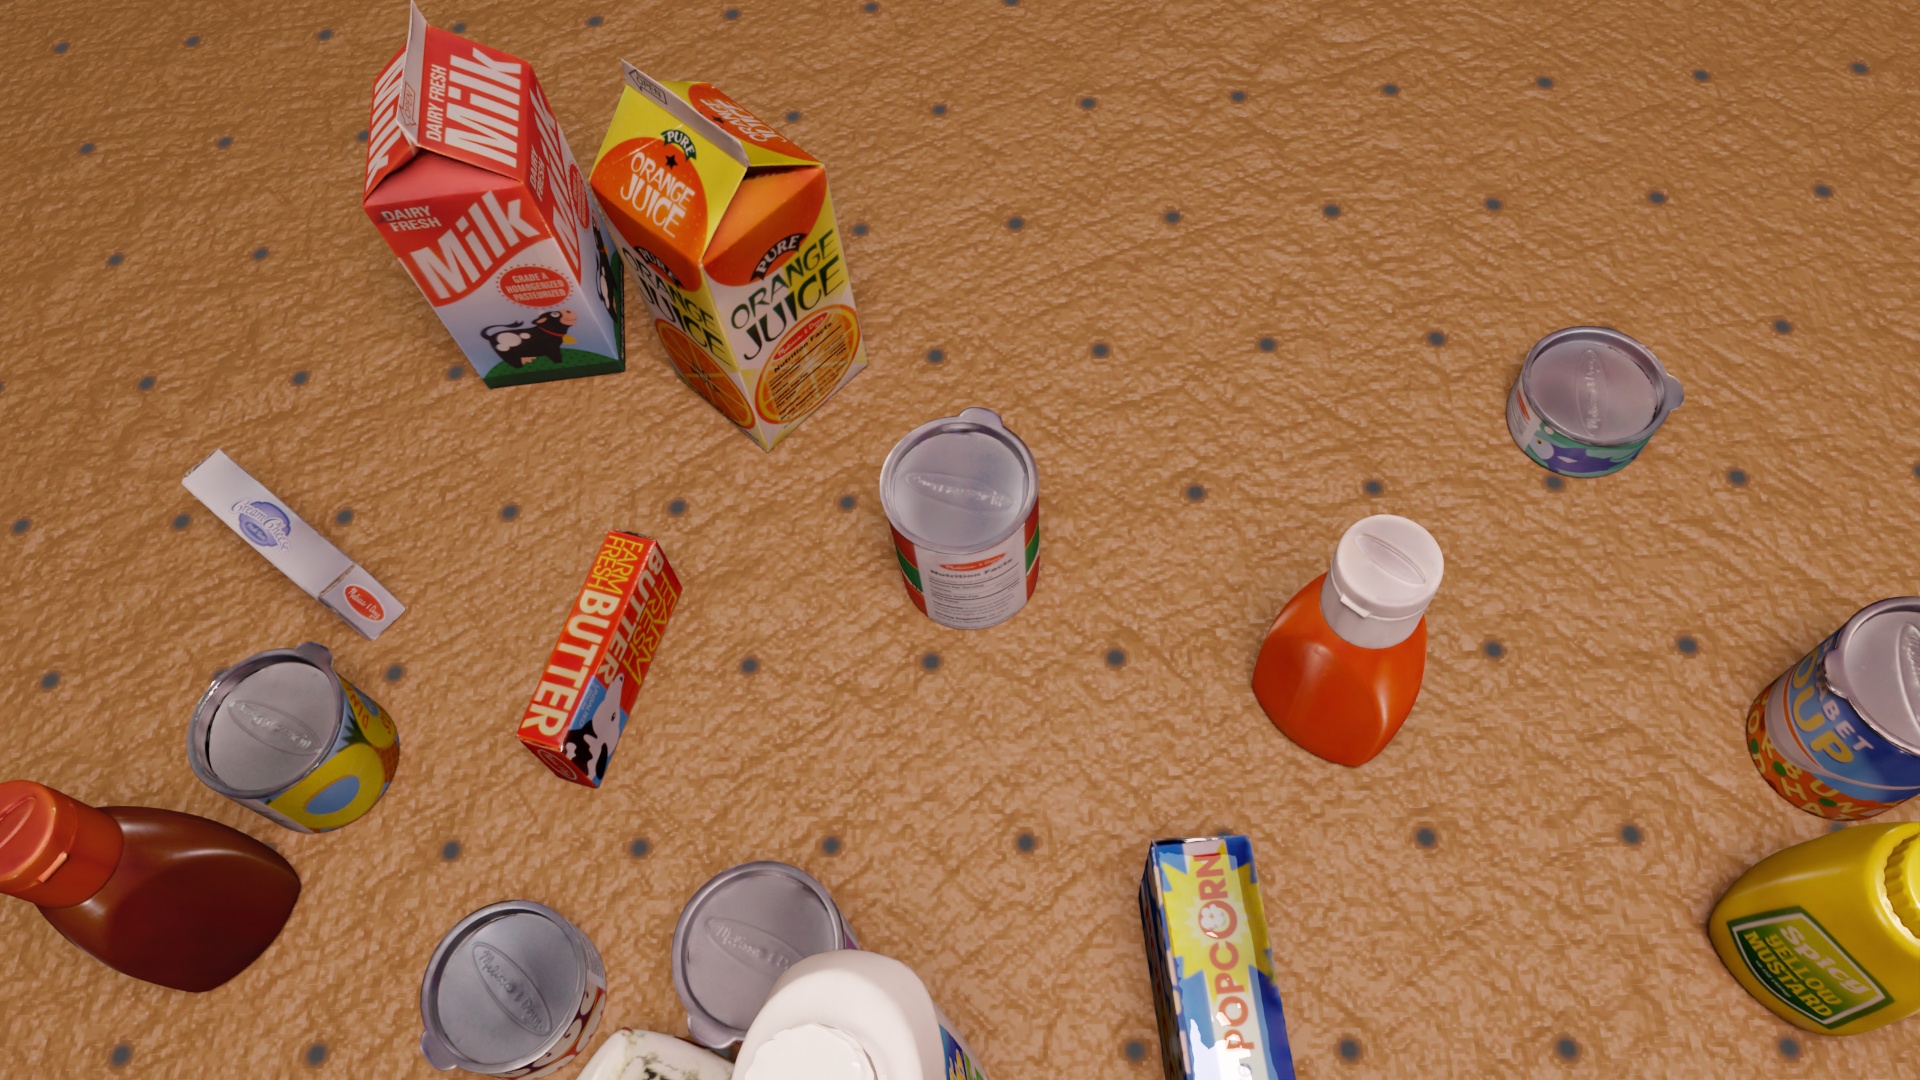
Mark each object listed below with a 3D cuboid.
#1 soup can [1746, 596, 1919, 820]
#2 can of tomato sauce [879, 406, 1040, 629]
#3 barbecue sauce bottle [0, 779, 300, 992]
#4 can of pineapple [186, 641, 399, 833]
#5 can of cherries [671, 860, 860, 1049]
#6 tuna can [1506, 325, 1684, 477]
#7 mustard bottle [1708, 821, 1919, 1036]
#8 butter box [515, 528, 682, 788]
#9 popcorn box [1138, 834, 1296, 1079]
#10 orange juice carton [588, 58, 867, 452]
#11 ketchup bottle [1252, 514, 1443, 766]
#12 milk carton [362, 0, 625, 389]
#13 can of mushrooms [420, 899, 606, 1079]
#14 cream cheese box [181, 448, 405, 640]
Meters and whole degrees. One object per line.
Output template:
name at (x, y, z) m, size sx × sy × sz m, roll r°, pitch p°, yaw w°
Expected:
soup can at (0.359, 0.068, 0.550) m, size 0.071 × 0.083 × 0.071 m, roll -2°, pitch 63°, yaw 3°
can of tomato sauce at (0.002, -0.008, 0.615) m, size 0.071 × 0.082 × 0.071 m, roll -2°, pitch 63°, yaw 3°
barbecue sauce bottle at (-0.316, 0.130, 0.531) m, size 0.044 × 0.148 × 0.065 m, roll 31°, pitch 70°, yaw 18°
can of pineapple at (-0.285, 0.087, 0.602) m, size 0.071 × 0.057 × 0.071 m, roll -2°, pitch 63°, yaw 3°
can of cherries at (-0.076, 0.167, 0.545) m, size 0.071 × 0.058 × 0.072 m, roll -2°, pitch 63°, yaw 3°
tuna can at (0.296, -0.064, 0.651) m, size 0.071 × 0.032 × 0.071 m, roll -2°, pitch 63°, yaw 3°
mustard bottle at (0.318, 0.129, 0.479) m, size 0.049 × 0.159 × 0.065 m, roll -35°, pitch 66°, yaw -13°
butter box at (-0.157, 0.052, 0.613) m, size 0.024 × 0.053 × 0.104 m, roll 13°, pitch 65°, yaw 11°
popcorn box at (0.094, 0.181, 0.511) m, size 0.038 × 0.085 × 0.127 m, roll -6°, pitch 63°, yaw 1°
orange juice carton at (-0.102, -0.129, 0.623) m, size 0.072 × 0.192 × 0.073 m, roll 39°, pitch 72°, yaw 21°
ketchup bottle at (0.153, 0.040, 0.543) m, size 0.065 × 0.148 × 0.044 m, roll 38°, pitch 72°, yaw 20°
milk carton at (-0.218, -0.153, 0.646) m, size 0.073 × 0.189 × 0.072 m, roll -8°, pitch 63°, yaw 1°
can of mushrooms at (-0.180, 0.183, 0.559) m, size 0.071 × 0.033 × 0.071 m, roll -2°, pitch 63°, yaw 3°
cream cheese box at (-0.311, 0.003, 0.649) m, size 0.104 × 0.053 × 0.024 m, roll 34°, pitch 70°, yaw 19°
